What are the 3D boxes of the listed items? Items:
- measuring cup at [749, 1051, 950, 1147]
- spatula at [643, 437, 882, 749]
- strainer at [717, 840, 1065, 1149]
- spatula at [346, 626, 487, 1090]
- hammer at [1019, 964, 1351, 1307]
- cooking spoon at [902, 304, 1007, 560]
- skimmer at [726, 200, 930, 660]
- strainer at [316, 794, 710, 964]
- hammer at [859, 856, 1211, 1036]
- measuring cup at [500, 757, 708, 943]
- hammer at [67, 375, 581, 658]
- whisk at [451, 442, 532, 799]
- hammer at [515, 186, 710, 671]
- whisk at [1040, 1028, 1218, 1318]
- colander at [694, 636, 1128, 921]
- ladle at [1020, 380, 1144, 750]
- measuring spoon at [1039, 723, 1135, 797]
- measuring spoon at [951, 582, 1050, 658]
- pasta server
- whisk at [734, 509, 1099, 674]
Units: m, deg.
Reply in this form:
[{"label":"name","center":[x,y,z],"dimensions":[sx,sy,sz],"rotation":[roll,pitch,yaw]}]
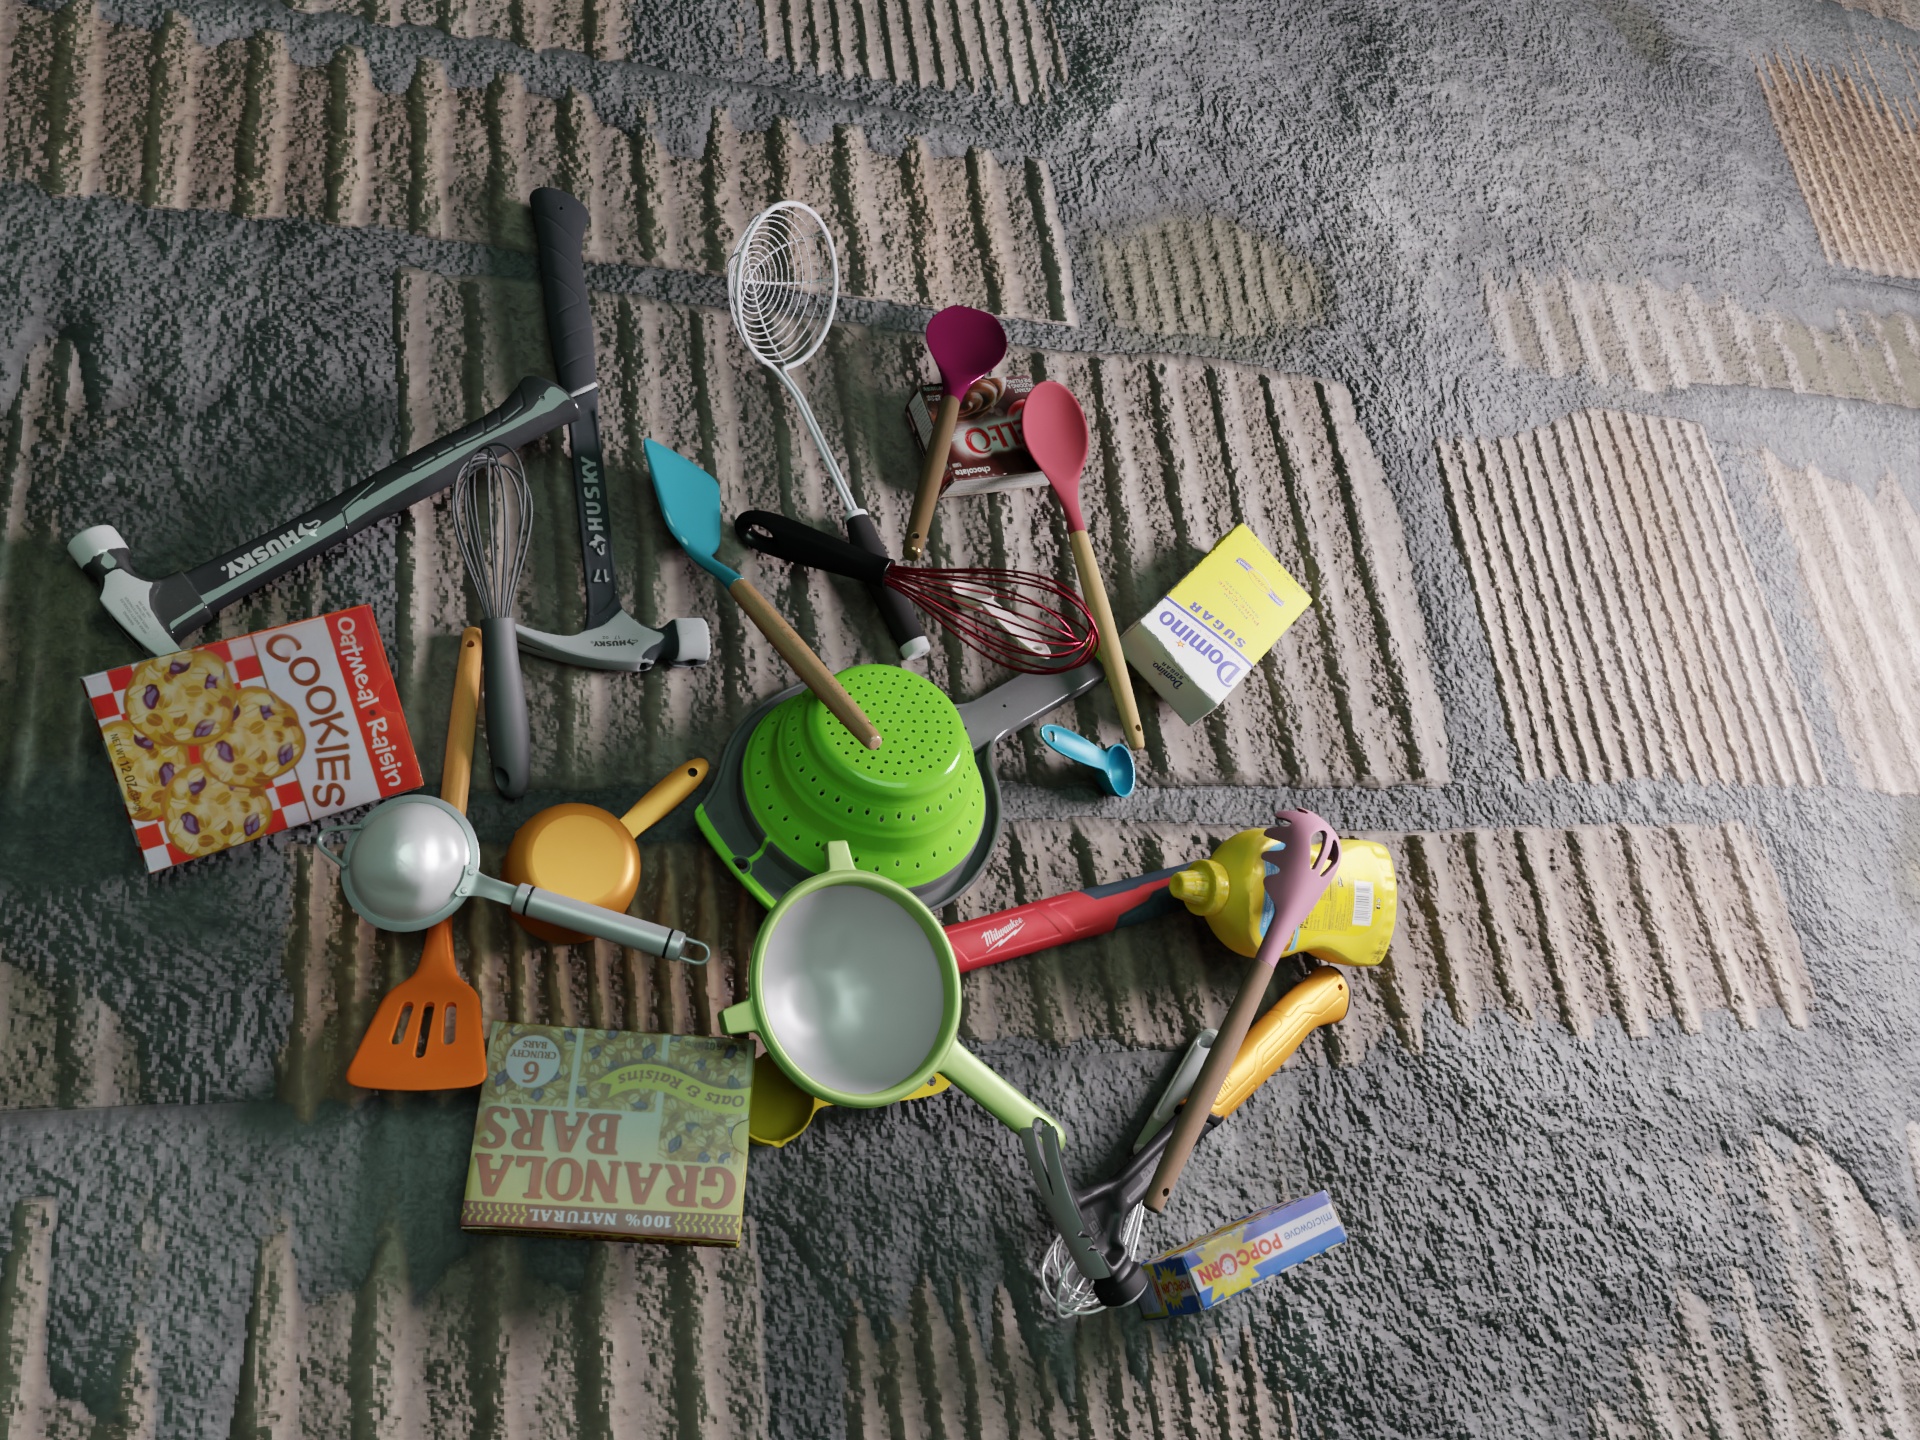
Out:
[{"label":"measuring cup","center":[-0.081,0.249,1.061],"dimensions":[0.156,0.029,0.062],"rotation":[0,68,-25]},{"label":"spatula","center":[-0.137,-0.088,1.107],"dimensions":[0.318,0.044,0.082],"rotation":[47,12,35]},{"label":"strainer","center":[-0.040,0.209,1.040],"dimensions":[0.256,0.069,0.151],"rotation":[41,55,-15]},{"label":"spatula","center":[-0.331,0.080,1.024],"dimensions":[0.081,0.041,0.323],"rotation":[2,65,-9]},{"label":"hammer","center":[0.177,0.258,1.120],"dimensions":[0.337,0.034,0.127],"rotation":[-30,95,-41]},{"label":"cooking spoon","center":[-0.012,-0.233,1.244],"dimensions":[0.068,0.017,0.319],"rotation":[15,47,-3]},{"label":"skimmer","center":[-0.085,-0.226,1.234],"dimensions":[0.127,0.090,0.363],"rotation":[-7,69,-59]},{"label":"strainer","center":[-0.278,0.107,0.985],"dimensions":[0.258,0.050,0.087],"rotation":[18,75,-3]},{"label":"hammer","center":[0.093,0.127,1.181],"dimensions":[0.386,0.038,0.143],"rotation":[-11,71,-26]},{"label":"measuring cup","center":[-0.227,0.073,1.063],"dimensions":[0.095,0.052,0.174],"rotation":[46,61,2]},{"label":"hammer","center":[-0.403,-0.140,1.076],"dimensions":[0.335,0.035,0.146],"rotation":[-36,84,-24]},{"label":"whisk","center":[-0.306,-0.066,1.062],"dimensions":[0.055,0.055,0.239],"rotation":[-5,92,-24]},{"label":"hammer","center":[-0.287,-0.225,1.183],"dimensions":[0.149,0.036,0.409],"rotation":[-3,68,-22]},{"label":"whisk","center":[0.127,0.310,1.110],"dimensions":[0.058,0.059,0.246],"rotation":[14,48,30]},{"label":"colander","center":[-0.002,-0.004,1.148],"dimensions":[0.397,0.094,0.205],"rotation":[-29,67,-35]},{"label":"ladle","center":[0.101,-0.125,1.259],"dimensions":[0.069,0.031,0.316],"rotation":[-1,69,-34]},{"label":"measuring spoon","center":[0.091,0.027,1.204],"dimensions":[0.128,0.021,0.042],"rotation":[26,61,-47]},{"label":"measuring spoon","center":[0.031,-0.073,1.222],"dimensions":[0.034,0.018,0.124],"rotation":[-6,33,-33]},{"label":"pasta server","center":[0.193,0.192,1.094],"dimensions":[0.060,0.040,0.316],"rotation":[38,65,-17]},{"label":"whisk","center":[-0.035,-0.102,1.172],"dimensions":[0.296,0.073,0.073],"rotation":[20,58,14]}]
